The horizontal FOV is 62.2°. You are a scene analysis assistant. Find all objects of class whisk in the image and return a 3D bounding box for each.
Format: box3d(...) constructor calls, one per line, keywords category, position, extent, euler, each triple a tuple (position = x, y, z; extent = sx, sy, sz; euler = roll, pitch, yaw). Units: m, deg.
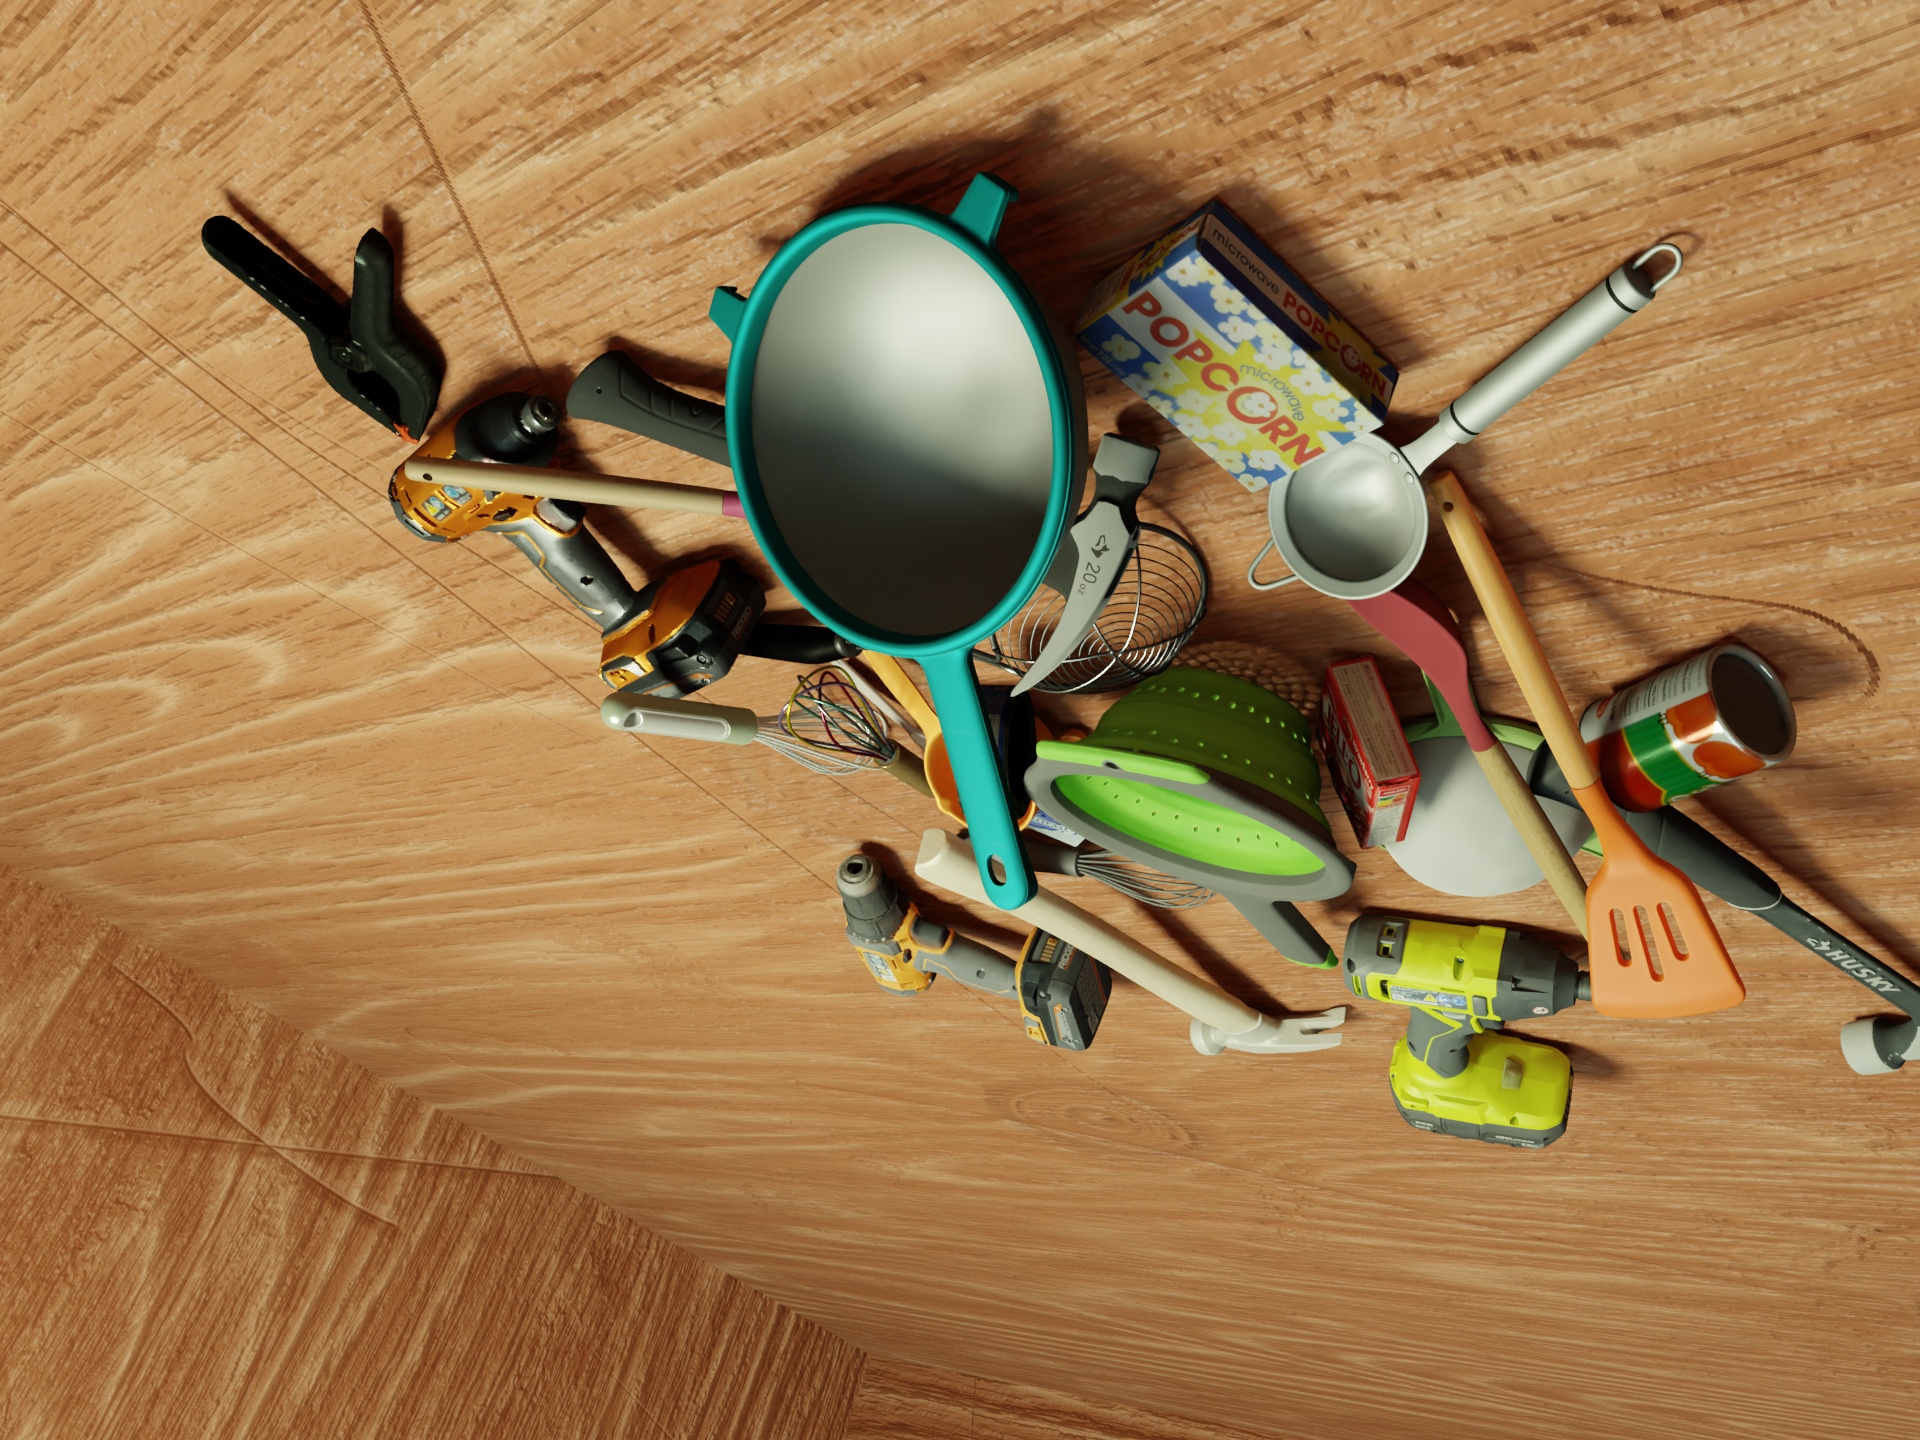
box3d(category="whisk", position=(-0.056, 0.014, 1.088), extent=(0.051, 0.047, 0.244), euler=(1, 164, 21))
box3d(category="whisk", position=(-0.140, 0.006, 1.083), extent=(0.246, 0.059, 0.057), euler=(9, 123, -47))
box3d(category="whisk", position=(0.091, 0.104, 1.196), extent=(0.239, 0.055, 0.055), euler=(5, 146, 35))

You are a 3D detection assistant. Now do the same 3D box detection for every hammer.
box3d(category="hammer", position=(0.129, 0.178, 1.237), extent=(0.410, 0.038, 0.146), euler=(32, 149, -34))
box3d(category="hammer", position=(-0.068, -0.129, 0.872), extent=(0.335, 0.146, 0.035), euler=(21, -167, 14))
box3d(category="hammer", position=(0.488, 0.111, 0.944), extent=(0.408, 0.036, 0.149), euler=(30, 147, -21))

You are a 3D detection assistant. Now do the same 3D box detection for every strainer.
box3d(category="strainer", position=(0.006, -0.081, 0.782), extent=(0.211, 0.095, 0.340), euler=(-8, 100, 41))
box3d(category="strainer", position=(0.293, 0.036, 0.931), extent=(0.151, 0.069, 0.256), euler=(1, 146, 30))
box3d(category="strainer", position=(0.227, -0.133, 0.734), extent=(0.087, 0.050, 0.258), euler=(57, 141, 7))

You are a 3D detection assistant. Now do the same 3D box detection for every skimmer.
box3d(category="skimmer", position=(-0.016, -0.070, 0.996), extent=(0.363, 0.090, 0.127), euler=(6, 155, 43))

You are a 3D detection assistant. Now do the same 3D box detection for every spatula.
box3d(category="spatula", position=(0.310, 0.017, 0.818), extent=(0.081, 0.041, 0.322), euler=(-16, 113, 42))

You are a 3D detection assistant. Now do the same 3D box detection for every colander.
box3d(category="colander", position=(0.186, 0.064, 1.031), extent=(0.205, 0.094, 0.396), euler=(9, 160, 34))

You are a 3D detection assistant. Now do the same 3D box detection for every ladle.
box3d(category="ladle", position=(0.298, 0.032, 0.868), extent=(0.315, 0.031, 0.069), euler=(52, 169, -23))

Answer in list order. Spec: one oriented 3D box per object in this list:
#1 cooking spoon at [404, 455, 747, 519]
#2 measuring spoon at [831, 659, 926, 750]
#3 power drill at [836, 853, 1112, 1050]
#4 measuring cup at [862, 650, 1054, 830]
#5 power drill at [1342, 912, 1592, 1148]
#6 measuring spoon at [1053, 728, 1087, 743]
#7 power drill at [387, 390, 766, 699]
box3d(category="cooking spoon", position=(-0.164, -0.131, 0.934), extent=(0.319, 0.017, 0.068), euler=(6, 141, -3))
box3d(category="measuring spoon", position=(-0.049, -0.015, 1.121), extent=(0.124, 0.018, 0.034), euler=(42, 163, -21))
box3d(category="power drill", position=(0.004, 0.190, 1.355), extent=(0.226, 0.084, 0.185), euler=(12, 147, 24))
box3d(category="measuring cup", position=(-0.002, -0.003, 1.084), extent=(0.173, 0.052, 0.095), euler=(51, 135, 0))
box3d(category="power drill", position=(0.386, 0.229, 1.181), extent=(0.171, 0.080, 0.223), euler=(5, 143, 27))
box3d(category="measuring spoon", position=(0.041, 0.013, 1.114), extent=(0.117, 0.011, 0.021), euler=(-3, 149, 40))
box3d(category="power drill", position=(-0.238, -0.113, 1.016), extent=(0.226, 0.084, 0.164), euler=(41, 143, -24))
